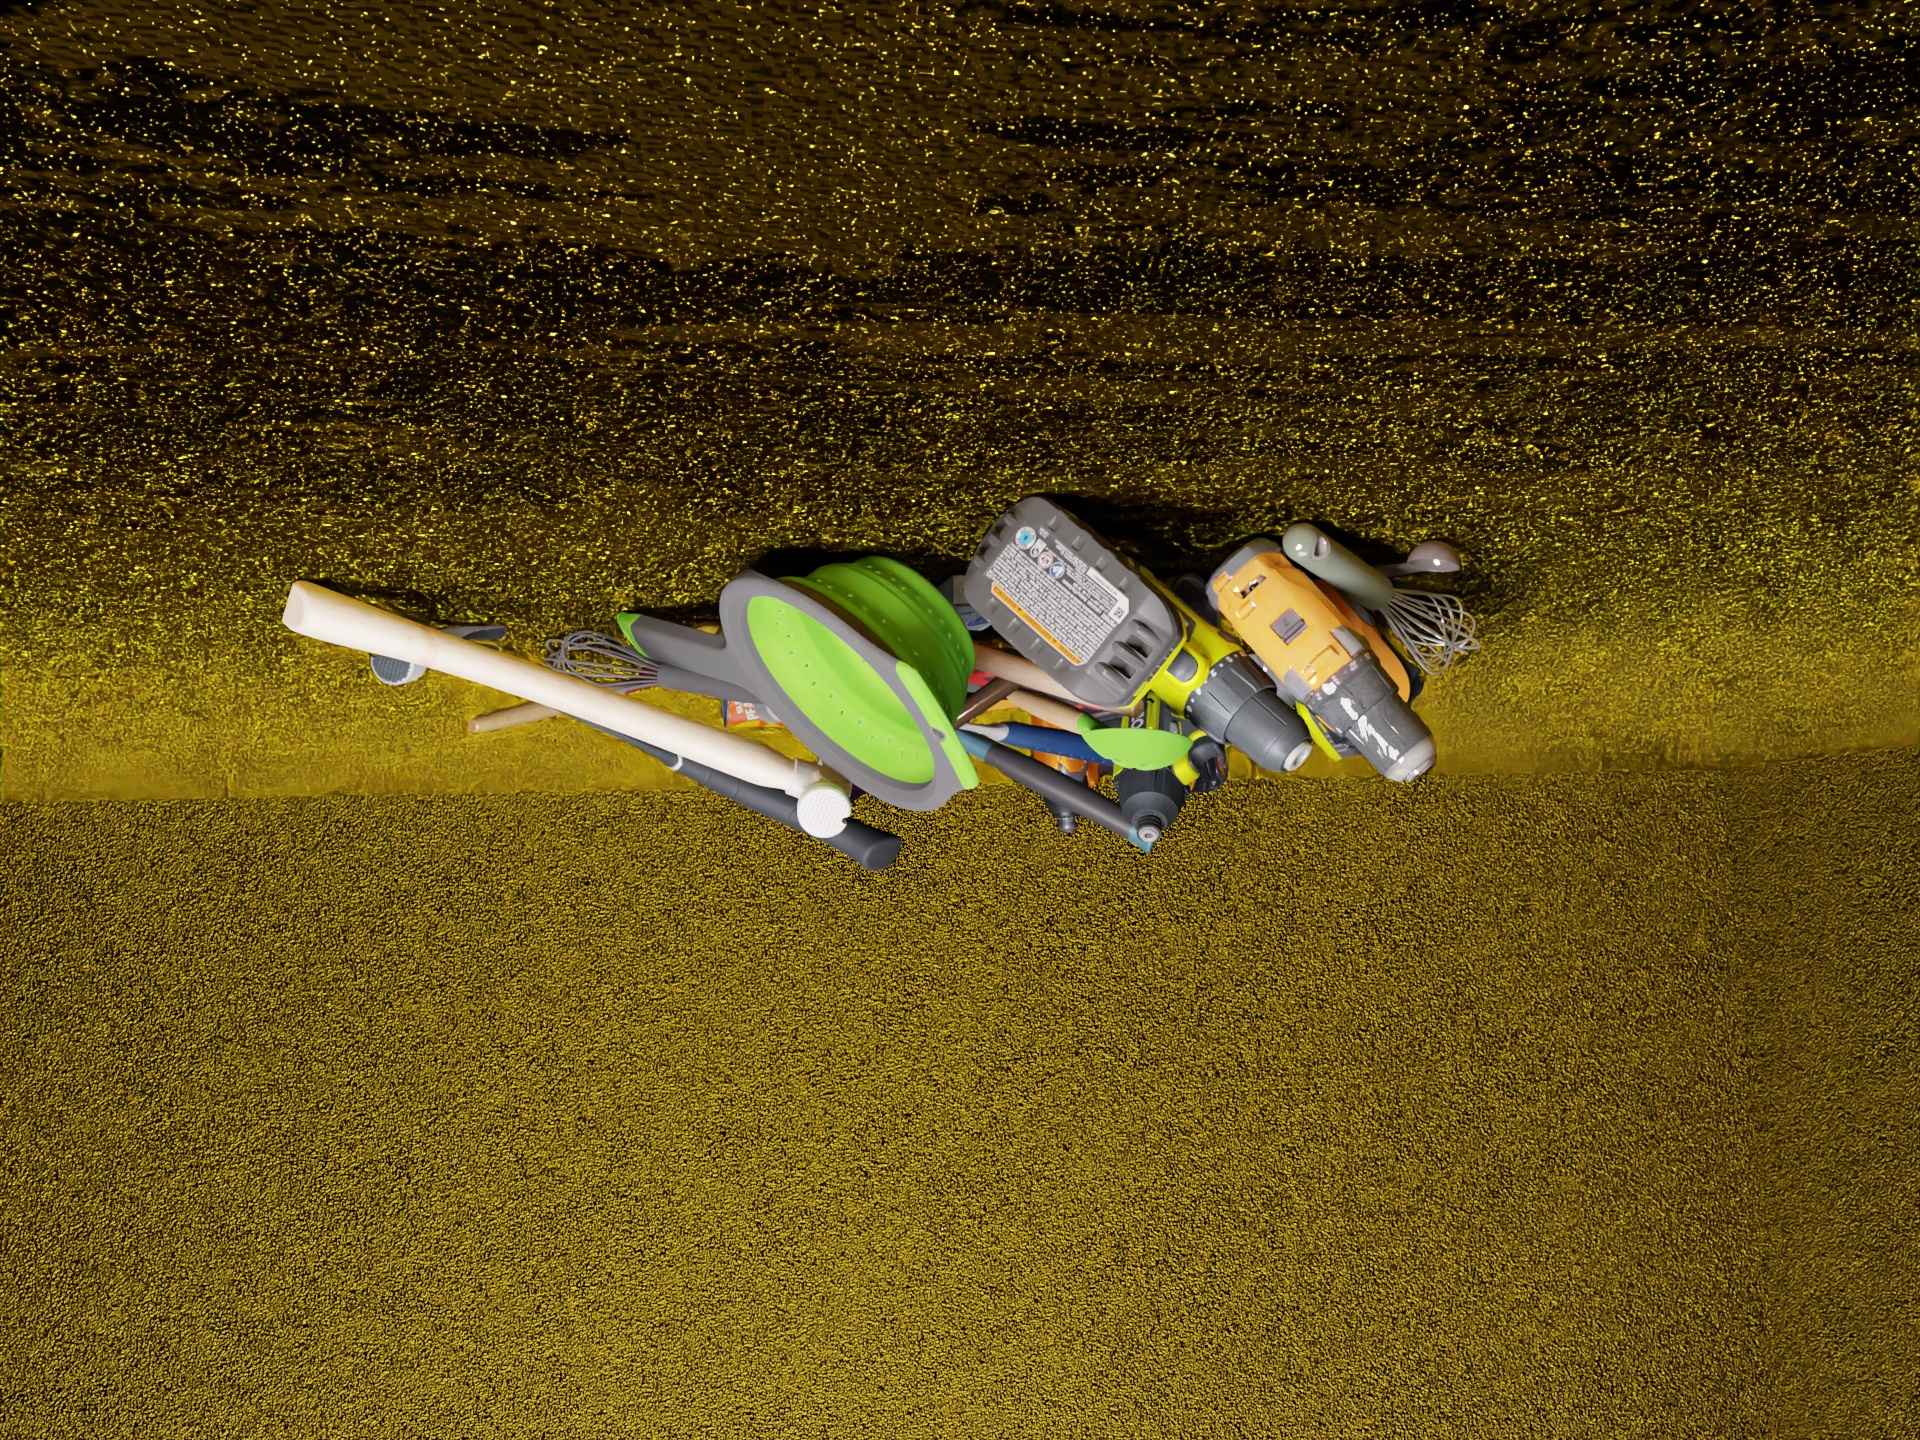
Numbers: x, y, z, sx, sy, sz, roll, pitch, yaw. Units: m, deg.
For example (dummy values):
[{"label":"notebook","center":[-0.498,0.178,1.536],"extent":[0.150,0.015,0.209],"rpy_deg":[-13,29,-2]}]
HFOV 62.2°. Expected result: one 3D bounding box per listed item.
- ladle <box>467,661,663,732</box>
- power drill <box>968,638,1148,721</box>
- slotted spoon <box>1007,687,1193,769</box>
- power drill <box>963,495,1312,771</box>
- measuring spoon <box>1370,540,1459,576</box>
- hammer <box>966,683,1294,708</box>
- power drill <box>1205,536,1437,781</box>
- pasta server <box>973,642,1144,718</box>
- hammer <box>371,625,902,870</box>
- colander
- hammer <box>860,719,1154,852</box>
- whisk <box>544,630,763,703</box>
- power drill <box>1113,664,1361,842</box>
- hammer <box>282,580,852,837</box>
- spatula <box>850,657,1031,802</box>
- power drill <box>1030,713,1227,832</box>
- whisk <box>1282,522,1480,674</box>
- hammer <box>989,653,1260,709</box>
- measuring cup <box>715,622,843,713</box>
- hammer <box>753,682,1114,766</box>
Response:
[{"label":"ladle","center":[-0.313,-0.023,1.378],"extent":[0.069,0.031,0.315],"rpy_deg":[12,-165,23]},{"label":"power drill","center":[0.044,-0.049,1.352],"extent":[0.219,0.078,0.143],"rpy_deg":[4,172,-21]},{"label":"slotted spoon","center":[0.084,0.000,1.148],"extent":[0.070,0.031,0.314],"rpy_deg":[9,-174,-16]},{"label":"power drill","center":[0.118,-0.046,0.991],"extent":[0.191,0.080,0.228],"rpy_deg":[44,-167,27]},{"label":"measuring spoon","center":[0.303,-0.113,1.116],"extent":[0.034,0.018,0.124],"rpy_deg":[12,176,-22]},{"label":"hammer","center":[0.160,-0.026,1.575],"extent":[0.335,0.035,0.146],"rpy_deg":[3,144,7]},{"label":"power drill","center":[0.266,-0.032,1.107],"extent":[0.084,0.185,0.226],"rpy_deg":[-43,163,13]},{"label":"pasta server","center":[-0.001,-0.042,1.141],"extent":[0.316,0.040,0.060],"rpy_deg":[20,-165,38]},{"label":"hammer","center":[-0.235,0.019,1.219],"extent":[0.409,0.036,0.149],"rpy_deg":[24,-166,5]},{"label":"colander","center":[-0.112,-0.058,1.130],"extent":[0.397,0.094,0.204],"rpy_deg":[16,144,46]},{"label":"hammer","center":[0.041,0.035,1.487],"extent":[0.331,0.033,0.128],"rpy_deg":[27,-158,21]},{"label":"whisk","center":[-0.241,-0.040,1.300],"extent":[0.239,0.055,0.055],"rpy_deg":[8,178,23]},{"label":"power drill","center":[0.231,0.007,1.324],"extent":[0.223,0.171,0.080],"rpy_deg":[-26,122,29]},{"label":"hammer","center":[-0.274,-0.018,1.148],"extent":[0.410,0.038,0.146],"rpy_deg":[20,-166,-11]},{"label":"spatula","center":[-0.002,-0.004,1.254],"extent":[0.316,0.018,0.059],"rpy_deg":[-34,161,4]},{"label":"power drill","center":[0.186,0.041,1.796],"extent":[0.226,0.164,0.084],"rpy_deg":[-1,173,-25]},{"label":"whisk","center":[0.288,-0.085,1.089],"extent":[0.059,0.058,0.246],"rpy_deg":[17,177,44]},{"label":"hammer","center":[0.167,-0.035,1.685],"extent":[0.337,0.034,0.127],"rpy_deg":[-4,172,22]},{"label":"measuring cup","center":[-0.129,-0.041,1.224],"extent":[0.083,0.038,0.168],"rpy_deg":[-11,-151,-39]},{"label":"hammer","center":[0.029,0.009,1.389],"extent":[0.405,0.035,0.144],"rpy_deg":[10,172,-36]}]
